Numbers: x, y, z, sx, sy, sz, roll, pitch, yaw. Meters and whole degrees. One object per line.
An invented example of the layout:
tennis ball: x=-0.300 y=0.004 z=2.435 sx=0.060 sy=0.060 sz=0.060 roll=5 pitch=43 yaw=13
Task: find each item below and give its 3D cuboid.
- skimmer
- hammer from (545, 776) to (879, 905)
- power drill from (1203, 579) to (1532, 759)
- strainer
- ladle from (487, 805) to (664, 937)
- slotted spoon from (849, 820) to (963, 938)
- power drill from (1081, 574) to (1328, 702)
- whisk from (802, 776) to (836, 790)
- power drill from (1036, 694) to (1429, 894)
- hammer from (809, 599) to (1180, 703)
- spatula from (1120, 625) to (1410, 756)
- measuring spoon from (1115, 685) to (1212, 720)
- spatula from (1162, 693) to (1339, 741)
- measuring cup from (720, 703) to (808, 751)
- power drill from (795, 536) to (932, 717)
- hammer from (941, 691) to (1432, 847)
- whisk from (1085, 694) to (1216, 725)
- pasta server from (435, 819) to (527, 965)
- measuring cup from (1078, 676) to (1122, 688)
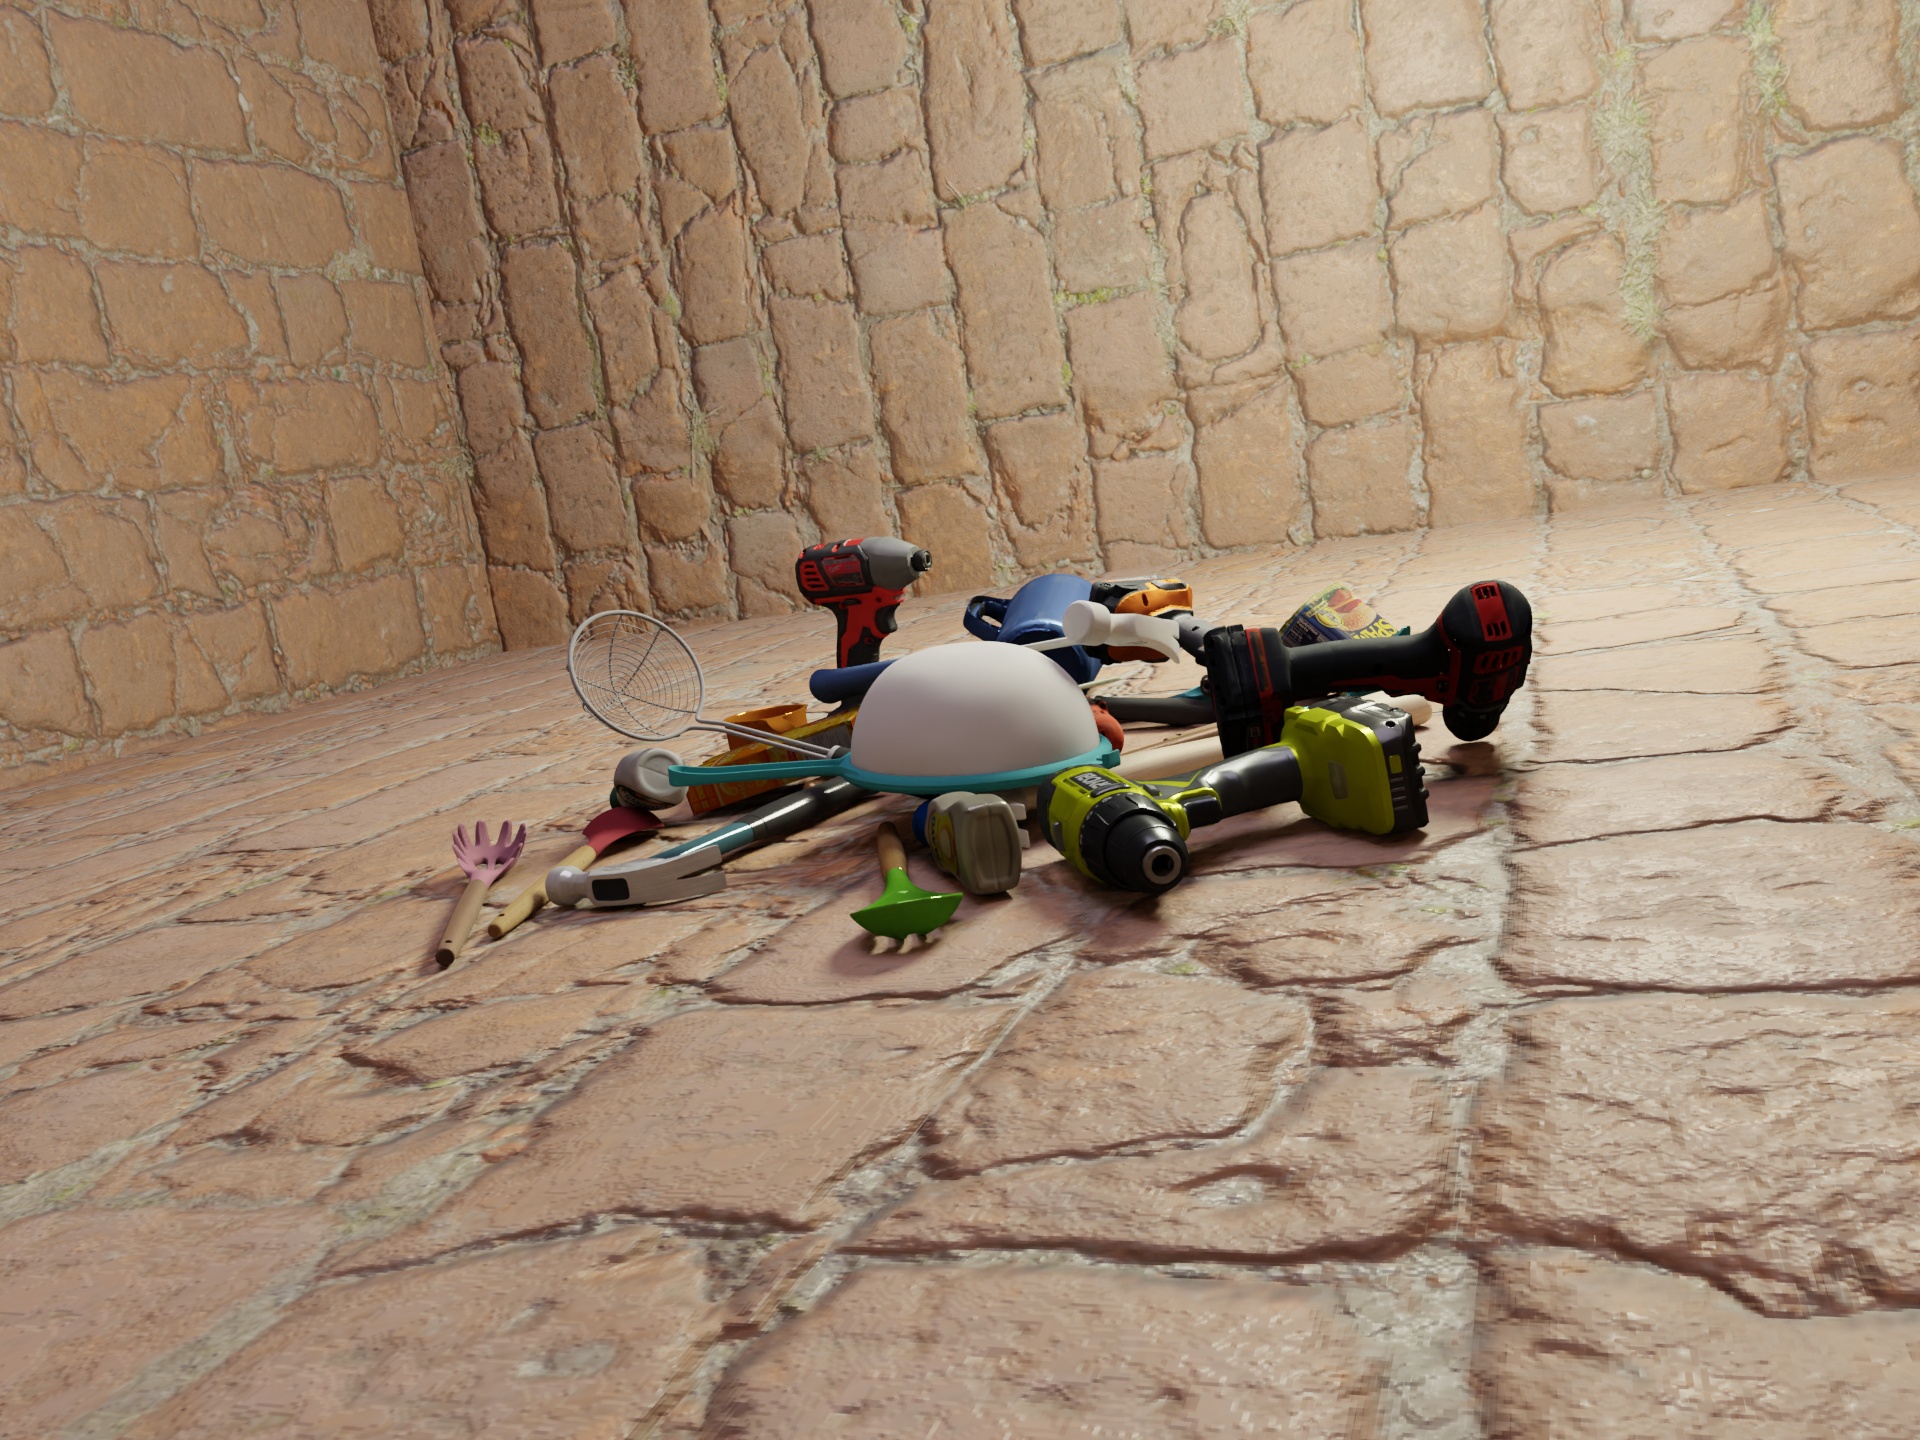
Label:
skimmer: x=-0.163 y=-0.006 z=1.344 sx=0.363 sy=0.090 sz=0.127 roll=15 pitch=41 yaw=20
hammer: x=-0.169 y=0.087 z=1.278 sx=0.128 sy=0.033 sz=0.331 roll=-4 pitch=10 yaw=34
power drill: x=0.301 y=-0.021 z=1.172 sx=0.226 sy=0.080 sz=0.187 roll=-11 pitch=-27 yaw=7
strainer: x=-0.055 y=-0.006 z=1.218 sx=0.340 sy=0.095 sz=0.211 roll=-4 pitch=10 yaw=-6
ladle: x=-0.309 y=0.116 z=1.272 sx=0.069 sy=0.031 sz=0.315 roll=-6 pitch=11 yaw=9
slotted spoon: x=-0.043 y=0.102 z=1.080 sx=0.070 sy=0.031 sz=0.314 roll=-10 pitch=7 yaw=-4
power drill: x=0.223 y=-0.069 z=1.515 sx=0.164 sy=0.084 sz=0.227 roll=-10 pitch=27 yaw=-42
whisk: x=-0.041 y=0.031 z=1.479 sx=0.245 sy=0.047 sz=0.051 roll=-21 pitch=2 yaw=-35
power drill: x=0.174 y=0.052 z=1.014 sx=0.228 sy=0.080 sz=0.191 roll=-14 pitch=10 yaw=-9
hammer: x=0.013 y=-0.052 z=1.401 sx=0.144 sy=0.035 sz=0.405 roll=6 pitch=-10 yaw=-43
spatula: x=0.248 y=-0.001 z=1.352 sx=0.317 sy=0.082 sz=0.044 roll=-15 pitch=45 yaw=-10
measuring spoon: x=0.202 y=-0.009 z=1.567 sx=0.128 sy=0.021 sz=0.042 roll=-17 pitch=12 yaw=10
spatula: x=0.308 y=-0.010 z=1.436 sx=0.316 sy=0.018 sz=0.060 roll=-14 pitch=15 yaw=-30
measuring cup: x=-0.191 y=0.022 z=1.647 sx=0.095 sy=0.052 sz=0.174 roll=-12 pitch=11 yaw=-16
power drill: x=-0.079 y=-0.072 z=1.571 sx=0.143 sy=0.219 sz=0.078 roll=-4 pitch=10 yaw=30
hammer: x=0.197 y=0.029 z=1.253 sx=0.410 sy=0.038 sz=0.146 roll=-12 pitch=11 yaw=-18
whisk: x=0.116 y=-0.014 z=1.552 sx=0.296 sy=0.073 sz=0.073 roll=3 pitch=14 yaw=31
pasta server: x=-0.374 y=0.128 z=1.219 sx=0.060 sy=0.040 sz=0.316 roll=0 pitch=8 yaw=-10
measuring cup: x=0.081 y=-0.041 z=1.449 sx=0.083 sy=0.038 sz=0.167 roll=-11 pitch=0 yaw=-44
